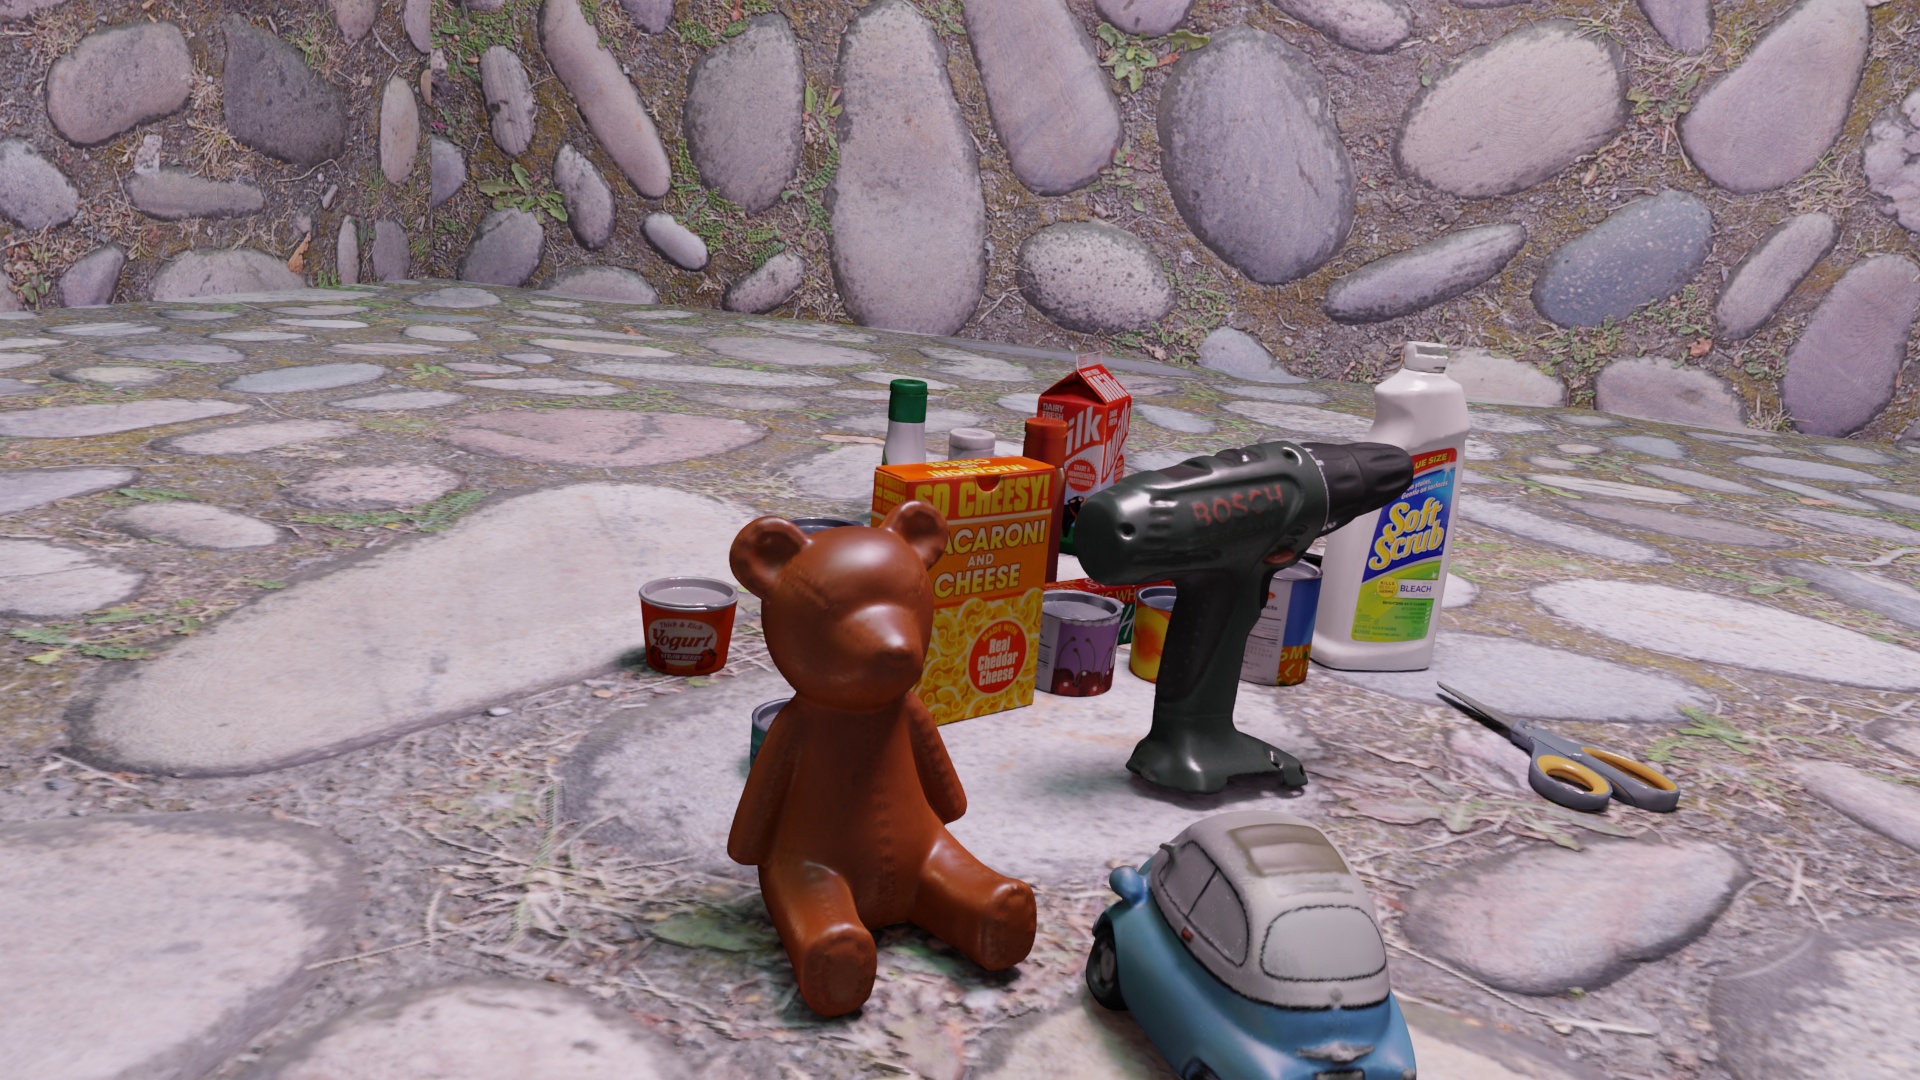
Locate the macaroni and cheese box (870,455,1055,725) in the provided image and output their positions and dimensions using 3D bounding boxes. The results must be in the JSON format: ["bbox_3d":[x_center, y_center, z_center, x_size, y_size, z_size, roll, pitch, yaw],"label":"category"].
[{"bbox_3d":[-0.001,0.033,0.898,0.124,0.166,0.040,-7,18,-39],"label":"macaroni and cheese box"}]

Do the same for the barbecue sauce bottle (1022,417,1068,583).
[{"bbox_3d":[0.067,-0.030,1.192,0.044,0.148,0.065,7,14,9],"label":"barbecue sauce bottle"}]

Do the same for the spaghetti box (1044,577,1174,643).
[{"bbox_3d":[0.155,0.050,1.111,0.251,0.050,0.029,-6,18,-35],"label":"spaghetti box"}]

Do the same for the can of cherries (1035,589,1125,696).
[{"bbox_3d":[0.081,0.072,0.987,0.071,0.058,0.072,5,15,-1],"label":"can of cherries"}]

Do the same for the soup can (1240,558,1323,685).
[{"bbox_3d":[0.234,0.058,1.041,0.071,0.083,0.071,5,14,-1],"label":"soup can"}]

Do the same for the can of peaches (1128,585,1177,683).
[{"bbox_3d":[0.160,0.071,1.020,0.071,0.058,0.071,5,15,-1],"label":"can of peaches"}]

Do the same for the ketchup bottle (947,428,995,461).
[{"bbox_3d":[0.004,-0.014,1.111,0.065,0.148,0.044,17,18,39],"label":"ketchup bottle"}]

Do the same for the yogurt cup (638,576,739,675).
[{"bbox_3d":[-0.188,0.059,0.957,0.072,0.053,0.072,5,15,-1],"label":"yogurt cup"}]

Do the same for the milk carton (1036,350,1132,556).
[{"bbox_3d":[0.115,-0.086,1.338,0.073,0.190,0.072,11,16,23],"label":"milk carton"}]

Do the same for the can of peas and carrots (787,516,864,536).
[{"bbox_3d":[-0.113,0.016,1.136,0.071,0.058,0.071,5,15,-1],"label":"can of peas and carrots"}]

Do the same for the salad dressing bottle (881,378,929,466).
[{"bbox_3d":[-0.055,-0.082,1.351,0.044,0.147,0.064,2,15,-11],"label":"salad dressing bottle"}]

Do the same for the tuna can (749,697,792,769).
[{"bbox_3d":[-0.090,0.119,0.807,0.071,0.032,0.071,5,15,-1],"label":"tuna can"}]
